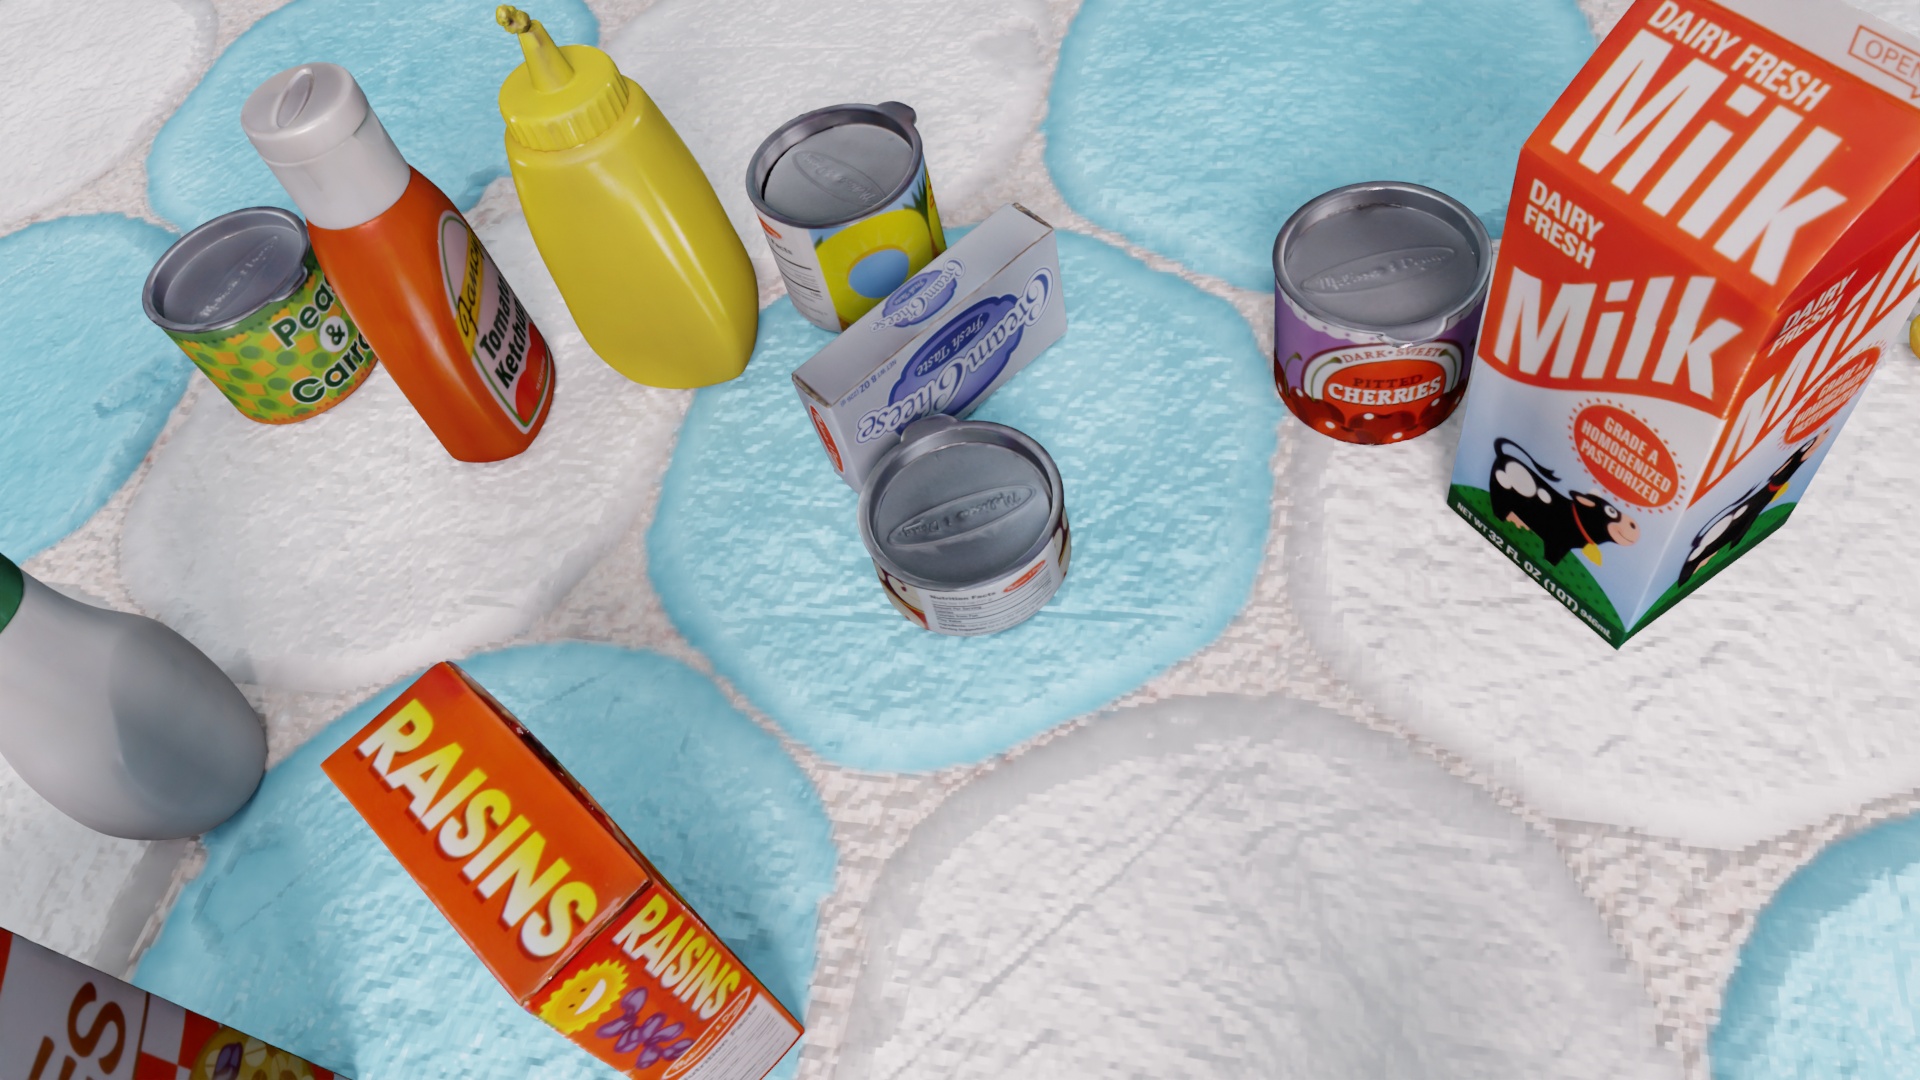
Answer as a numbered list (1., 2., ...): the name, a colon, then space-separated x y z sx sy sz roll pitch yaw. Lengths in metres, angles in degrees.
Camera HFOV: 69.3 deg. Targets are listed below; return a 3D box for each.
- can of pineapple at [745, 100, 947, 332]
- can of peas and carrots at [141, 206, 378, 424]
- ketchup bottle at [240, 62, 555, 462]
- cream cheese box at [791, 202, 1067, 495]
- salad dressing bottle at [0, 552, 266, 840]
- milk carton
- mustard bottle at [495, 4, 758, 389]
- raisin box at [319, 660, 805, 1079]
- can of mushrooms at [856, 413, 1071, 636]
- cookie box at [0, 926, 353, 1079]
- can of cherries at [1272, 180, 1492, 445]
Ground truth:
1. can of pineapple: -0.039 -0.122 0.525 0.071 0.057 0.071 -5 55 8
2. can of peas and carrots: -0.271 -0.088 0.549 0.071 0.058 0.071 -5 55 8
3. ketchup bottle: -0.190 -0.093 0.481 0.043 0.148 0.065 -7 55 7
4. cream cheese box: -0.008 -0.066 0.483 0.104 0.053 0.024 -41 58 -17
5. salad dressing bottle: -0.265 0.039 0.406 0.044 0.147 0.064 -12 55 4
6. milk carton: 0.187 -0.059 0.355 0.073 0.189 0.072 -33 56 -11
7. mustard bottle: -0.117 -0.117 0.475 0.065 0.159 0.049 -1 56 11
8. raisin box: -0.094 0.093 0.349 0.086 0.122 0.040 36 70 30
9. can of mushrooms: 0.002 -0.006 0.452 0.071 0.033 0.071 -5 55 8
10. cookie box: -0.196 0.161 0.296 0.040 0.166 0.123 -11 55 4
11. can of cherries: 0.136 -0.072 0.455 0.071 0.058 0.072 -5 55 8
